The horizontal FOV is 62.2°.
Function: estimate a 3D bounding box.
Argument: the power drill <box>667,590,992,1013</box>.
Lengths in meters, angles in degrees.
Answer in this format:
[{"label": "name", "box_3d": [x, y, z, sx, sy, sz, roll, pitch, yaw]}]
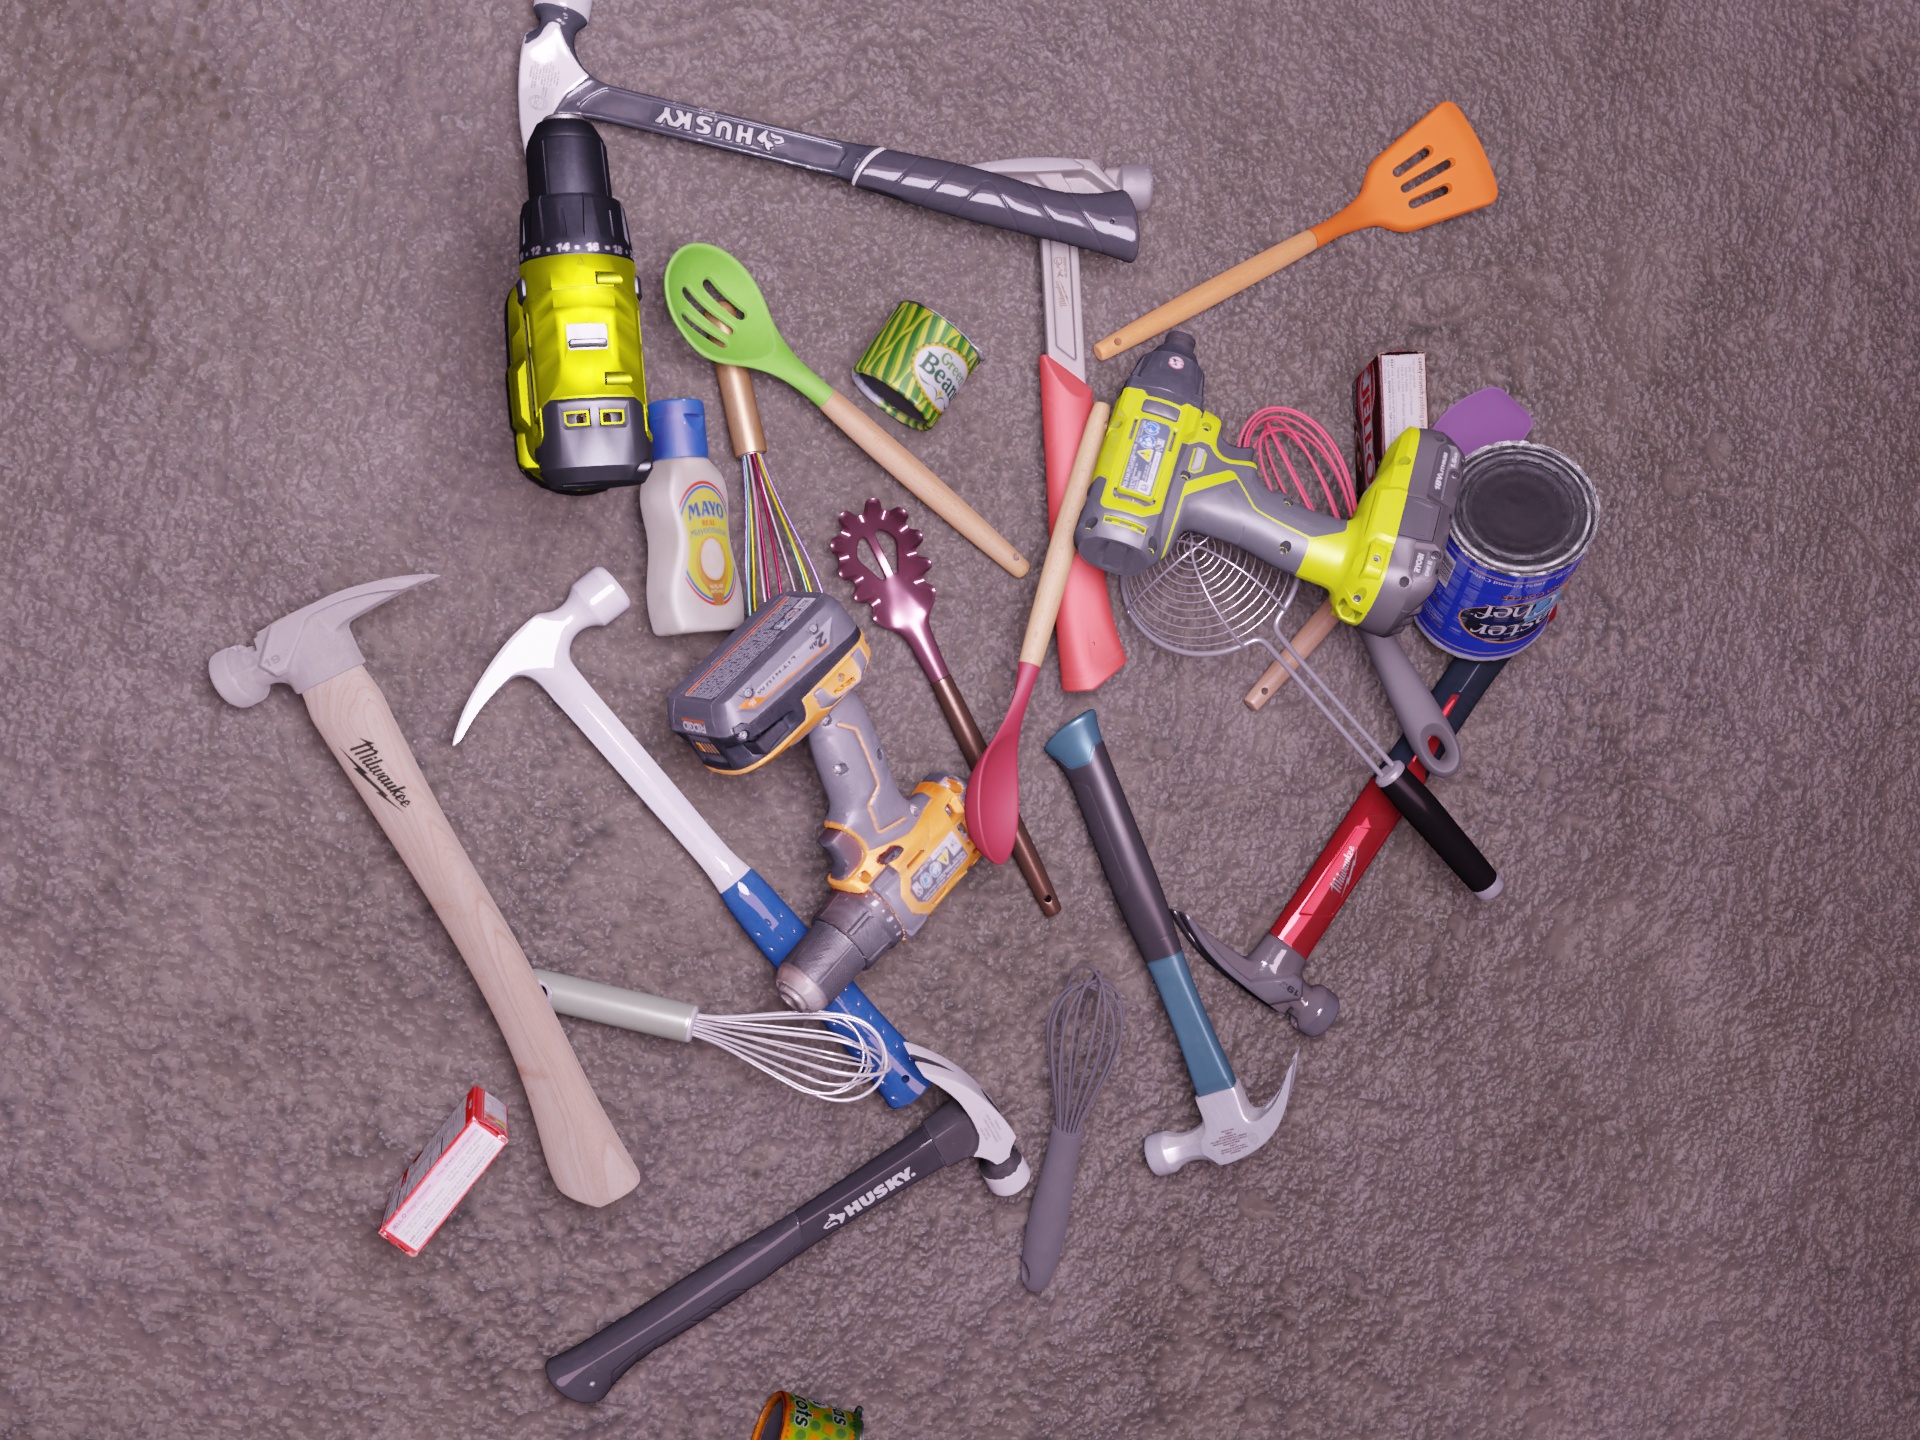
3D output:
[{"label": "power drill", "box_3d": [-0.089, 0.056, 1.000, 0.185, 0.084, 0.226, -48, 122, -26]}]

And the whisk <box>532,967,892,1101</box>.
[{"label": "whisk", "box_3d": [-0.164, 0.196, 1.020, 0.246, 0.059, 0.058, 13, 98, 0]}]

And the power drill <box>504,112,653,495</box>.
[{"label": "power drill", "box_3d": [-0.221, -0.222, 0.913, 0.080, 0.228, 0.190, -6, 94, -15]}]

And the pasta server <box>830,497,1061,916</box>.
[{"label": "pasta server", "box_3d": [-0.002, -0.003, 1.082, 0.060, 0.040, 0.316, -26, 100, -1]}]

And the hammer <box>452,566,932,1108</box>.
[{"label": "hammer", "box_3d": [-0.160, 0.100, 1.043, 0.144, 0.035, 0.405, -41, 102, -11]}]

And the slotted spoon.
[{"label": "slotted spoon", "box_3d": [-0.070, -0.193, 1.047, 0.313, 0.031, 0.070, 39, 63, -21]}]

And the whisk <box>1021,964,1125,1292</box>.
[{"label": "whisk", "box_3d": [0.072, 0.285, 1.106, 0.055, 0.055, 0.239, 9, 98, -16]}]

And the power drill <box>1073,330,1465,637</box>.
[{"label": "power drill", "box_3d": [0.201, -0.155, 1.035, 0.223, 0.080, 0.171, 18, 71, 1]}]

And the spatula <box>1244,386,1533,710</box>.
[{"label": "spatula", "box_3d": [0.312, -0.128, 1.175, 0.060, 0.018, 0.316, 41, 81, 0]}]

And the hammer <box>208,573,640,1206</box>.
[{"label": "hammer", "box_3d": [-0.296, 0.112, 0.977, 0.146, 0.038, 0.410, -25, 99, 9]}]

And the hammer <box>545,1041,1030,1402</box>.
[{"label": "hammer", "box_3d": [-0.119, 0.340, 1.047, 0.335, 0.035, 0.146, -31, 124, -8]}]

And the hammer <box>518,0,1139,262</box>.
[{"label": "hammer", "box_3d": [-0.080, -0.357, 1.024, 0.409, 0.036, 0.149, 11, 91, -8]}]

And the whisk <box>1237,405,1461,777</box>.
[{"label": "whisk", "box_3d": [0.282, -0.089, 1.130, 0.073, 0.073, 0.296, -30, 95, -13]}]

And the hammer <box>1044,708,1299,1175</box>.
[{"label": "hammer", "box_3d": [0.135, 0.152, 1.110, 0.128, 0.033, 0.331, -21, 92, 22]}]

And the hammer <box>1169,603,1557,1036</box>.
[{"label": "hammer", "box_3d": [0.312, 0.035, 1.171, 0.143, 0.038, 0.386, 37, 82, -12]}]

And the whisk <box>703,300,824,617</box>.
[{"label": "whisk", "box_3d": [-0.136, -0.151, 1.040, 0.051, 0.047, 0.245, -13, 91, -27]}]

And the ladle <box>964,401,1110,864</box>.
[{"label": "ladle", "box_3d": [0.053, -0.061, 1.042, 0.031, 0.069, 0.315, 12, 82, 25]}]

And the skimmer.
[{"label": "skimmer", "box_3d": [0.259, -0.014, 1.128, 0.127, 0.090, 0.363, -42, 104, 7]}]

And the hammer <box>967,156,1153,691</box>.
[{"label": "hammer", "box_3d": [0.065, -0.199, 1.084, 0.149, 0.037, 0.359, -4, 93, -7]}]

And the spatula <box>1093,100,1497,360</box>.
[{"label": "spatula", "box_3d": [0.234, -0.336, 1.135, 0.322, 0.041, 0.081, -30, 96, -12]}]
